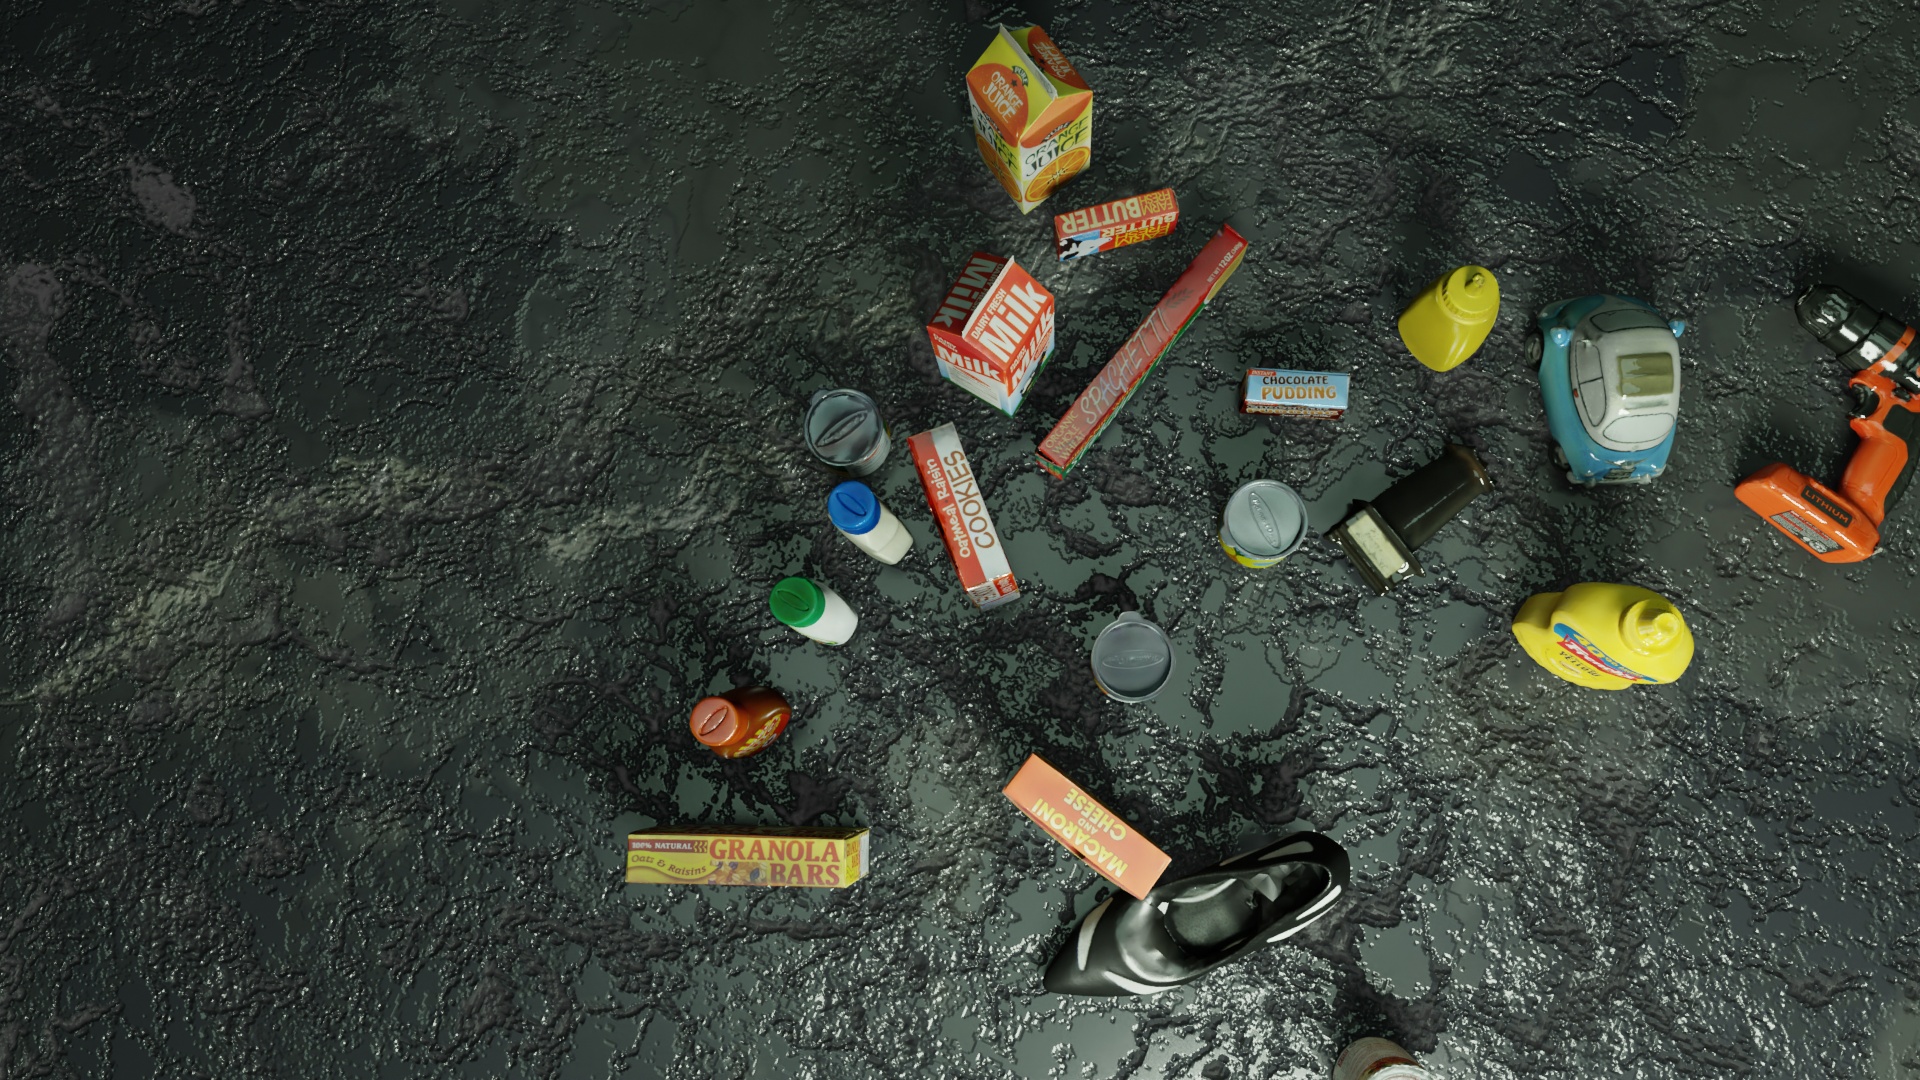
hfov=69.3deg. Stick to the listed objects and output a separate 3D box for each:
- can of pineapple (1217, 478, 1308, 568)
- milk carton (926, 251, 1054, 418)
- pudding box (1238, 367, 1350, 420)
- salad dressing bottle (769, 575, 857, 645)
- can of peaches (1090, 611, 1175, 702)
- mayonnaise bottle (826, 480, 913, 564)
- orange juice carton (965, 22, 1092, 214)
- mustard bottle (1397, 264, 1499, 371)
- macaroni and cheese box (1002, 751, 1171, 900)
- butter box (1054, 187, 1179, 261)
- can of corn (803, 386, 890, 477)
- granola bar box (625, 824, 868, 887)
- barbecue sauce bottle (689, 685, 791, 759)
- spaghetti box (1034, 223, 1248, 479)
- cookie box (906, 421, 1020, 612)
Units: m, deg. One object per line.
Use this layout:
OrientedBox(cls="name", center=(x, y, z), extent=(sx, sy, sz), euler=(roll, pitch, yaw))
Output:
OrientedBox(cls="can of pineapple", center=(0.242, -0.013, 1.125), extent=(0.071, 0.058, 0.071), euler=(-1, 81, 4))
OrientedBox(cls="milk carton", center=(0.026, -0.165, 1.098), extent=(0.073, 0.190, 0.072), euler=(31, 85, 8))
OrientedBox(cls="pudding box", center=(0.274, -0.121, 1.144), extent=(0.084, 0.049, 0.030), euler=(5, 82, 5))
OrientedBox(cls="salad dressing bottle", center=(-0.118, 0.054, 1.095), extent=(0.064, 0.147, 0.044), euler=(29, 85, 8))
OrientedBox(cls="can of peaches", center=(0.137, 0.095, 1.115), extent=(0.071, 0.058, 0.071), euler=(-1, 81, 4))
OrientedBox(cls="mayonnaise bottle", center=(-0.075, -0.017, 1.103), extent=(0.065, 0.148, 0.041), euler=(37, 86, 9))
OrientedBox(cls="orange juice carton", center=(0.057, -0.345, 1.123), extent=(0.073, 0.192, 0.072), euler=(-35, 81, -1))
OrientedBox(cls="mustard bottle", center=(0.389, -0.180, 1.089), extent=(0.049, 0.160, 0.065), euler=(-39, 81, -2))
OrientedBox(cls="macaroni and cheese box", center=(0.093, 0.211, 1.045), extent=(0.124, 0.166, 0.040), euler=(37, 86, 9))
OrientedBox(cls="butter box", center=(0.131, -0.267, 1.176), extent=(0.103, 0.053, 0.024), euler=(-13, 81, 2))
OrientedBox(cls="can of corn", center=(-0.095, -0.091, 1.162), extent=(0.071, 0.058, 0.071), euler=(-1, 81, 4))
OrientedBox(cls="granola bar box", center=(-0.161, 0.243, 1.080), extent=(0.166, 0.124, 0.039), euler=(0, 82, 4))
OrientedBox(cls="barbecue sauce bottle", center=(-0.175, 0.142, 1.085), extent=(0.065, 0.148, 0.044), euler=(-45, 81, -3))
OrientedBox(cls="spaghetti box", center=(0.150, -0.156, 1.158), extent=(0.029, 0.050, 0.250), euler=(39, 86, 9))
OrientedBox(cls="cookie box", center=(0.004, -0.014, 1.087), extent=(0.040, 0.167, 0.123), euler=(-22, 80, 1))
